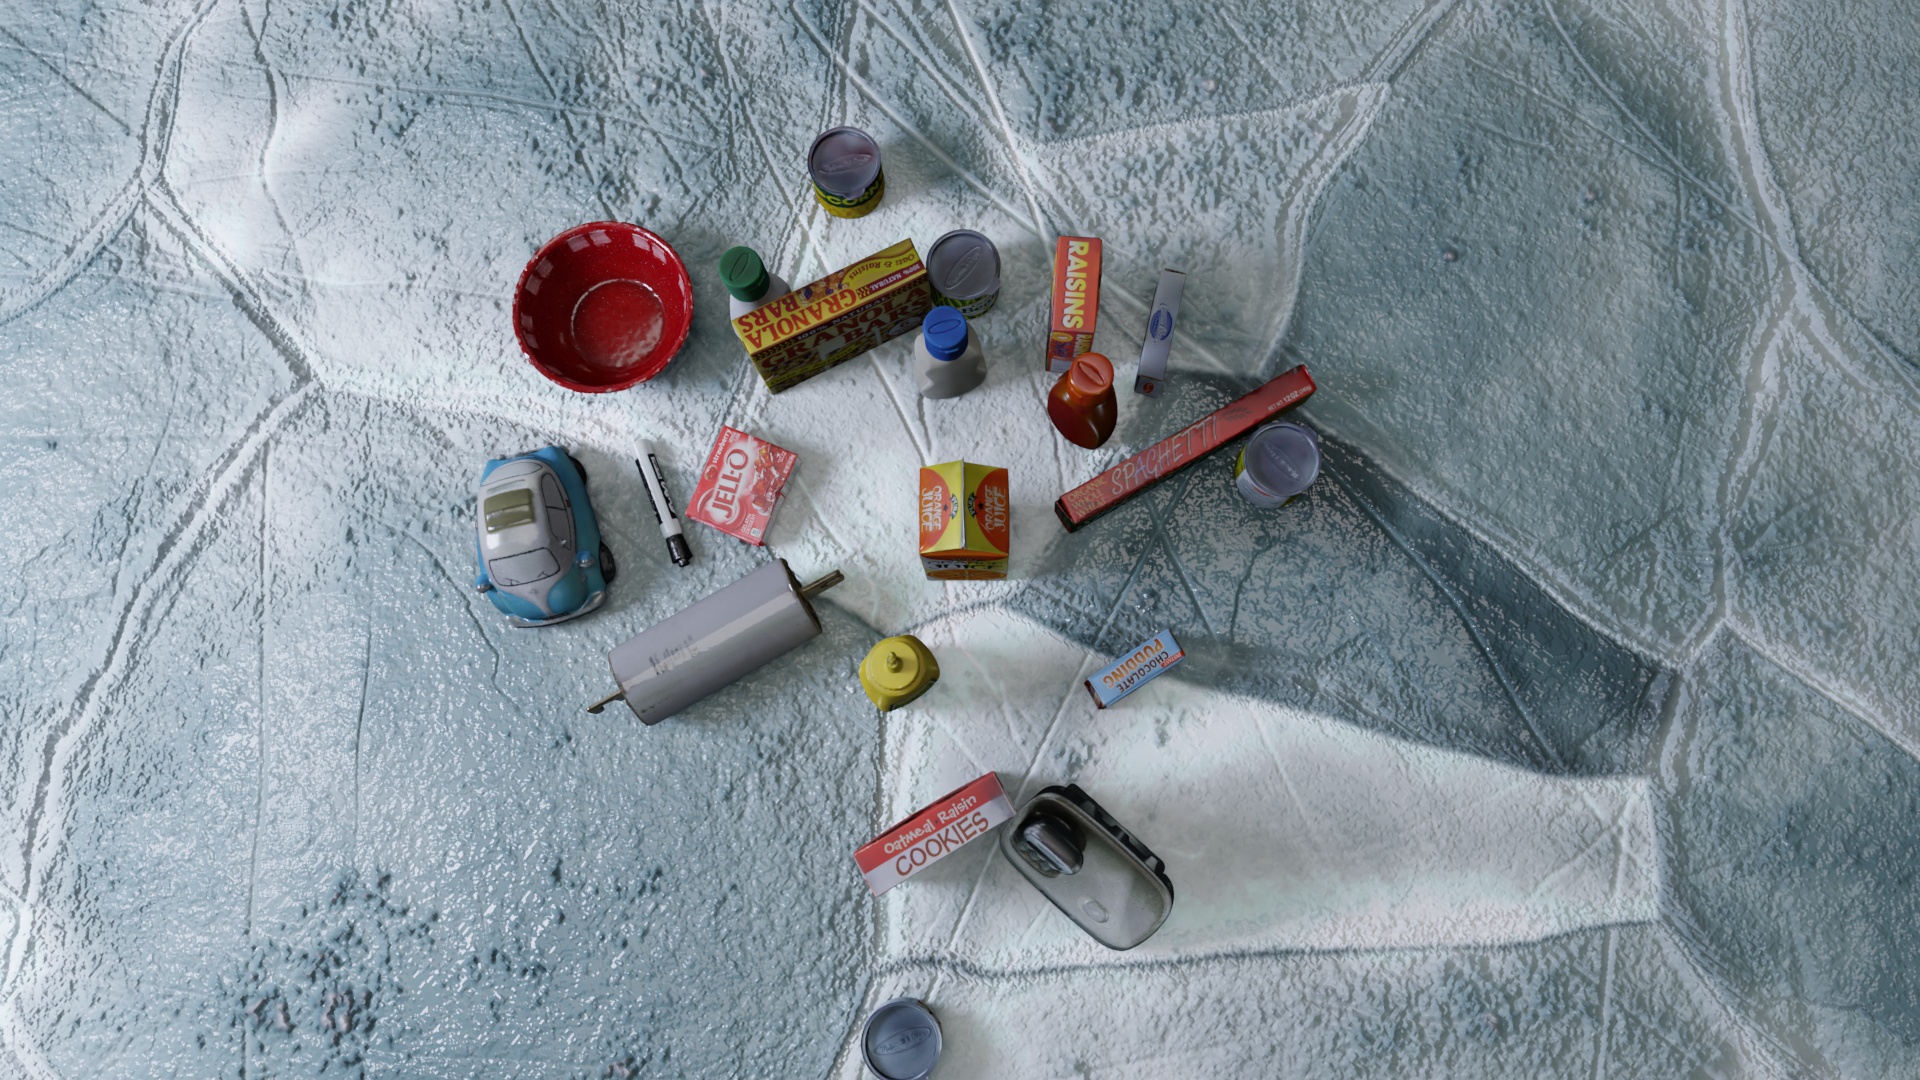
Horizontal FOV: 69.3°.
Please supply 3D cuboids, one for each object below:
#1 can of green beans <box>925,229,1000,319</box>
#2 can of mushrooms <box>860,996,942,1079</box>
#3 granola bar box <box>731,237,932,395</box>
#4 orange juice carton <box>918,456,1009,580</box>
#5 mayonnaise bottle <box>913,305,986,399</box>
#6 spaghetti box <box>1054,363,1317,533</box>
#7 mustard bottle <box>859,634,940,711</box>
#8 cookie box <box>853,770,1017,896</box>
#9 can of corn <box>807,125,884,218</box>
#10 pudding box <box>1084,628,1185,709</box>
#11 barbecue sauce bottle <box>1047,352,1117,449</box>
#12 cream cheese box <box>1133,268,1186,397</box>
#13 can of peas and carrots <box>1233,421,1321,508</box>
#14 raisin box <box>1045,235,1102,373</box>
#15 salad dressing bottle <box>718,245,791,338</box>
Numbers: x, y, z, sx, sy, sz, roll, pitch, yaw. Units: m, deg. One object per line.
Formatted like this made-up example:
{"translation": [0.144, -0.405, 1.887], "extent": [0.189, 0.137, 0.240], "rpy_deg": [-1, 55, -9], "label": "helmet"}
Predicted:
{"translation": [0.003, -0.238, 1.249], "extent": [0.071, 0.057, 0.071], "rpy_deg": [0, 80, 1], "label": "can of green beans"}
{"translation": [-0.047, 0.414, 1.144], "extent": [0.071, 0.033, 0.071], "rpy_deg": [0, 80, 1], "label": "can of mushrooms"}
{"translation": [-0.106, -0.192, 1.209], "extent": [0.166, 0.124, 0.039], "rpy_deg": [-26, 81, -3], "label": "granola bar box"}
{"translation": [0.004, -0.014, 1.140], "extent": [0.073, 0.192, 0.072], "rpy_deg": [0, 80, 1], "label": "orange juice carton"}
{"translation": [-0.010, -0.161, 1.190], "extent": [0.065, 0.148, 0.041], "rpy_deg": [-17, 80, -2], "label": "mayonnaise bottle"}
{"translation": [0.196, -0.080, 1.221], "extent": [0.250, 0.050, 0.029], "rpy_deg": [-29, 81, -4], "label": "spaghetti box"}
{"translation": [-0.052, 0.107, 1.136], "extent": [0.065, 0.160, 0.049], "rpy_deg": [-34, 81, -4], "label": "mustard bottle"}
{"translation": [-0.018, 0.230, 1.109], "extent": [0.123, 0.167, 0.040], "rpy_deg": [-30, 81, -4], "label": "cookie box"}
{"translation": [-0.103, -0.332, 1.268], "extent": [0.071, 0.058, 0.071], "rpy_deg": [0, 80, 1], "label": "can of corn"}
{"translation": [0.149, 0.111, 1.187], "extent": [0.084, 0.049, 0.030], "rpy_deg": [-31, 81, -4], "label": "pudding box"}
{"translation": [0.106, -0.121, 1.180], "extent": [0.065, 0.148, 0.044], "rpy_deg": [42, 84, 7], "label": "barbecue sauce bottle"}
{"translation": [0.177, -0.184, 1.239], "extent": [0.024, 0.053, 0.104], "rpy_deg": [13, 80, 3], "label": "cream cheese box"}
{"translation": [0.277, -0.067, 1.213], "extent": [0.071, 0.058, 0.071], "rpy_deg": [0, 80, 1], "label": "can of peas and carrots"}
{"translation": [0.098, -0.202, 1.208], "extent": [0.040, 0.123, 0.086], "rpy_deg": [5, 80, 2], "label": "raisin box"}
{"translation": [-0.177, -0.211, 1.202], "extent": [0.044, 0.147, 0.064], "rpy_deg": [28, 82, 6], "label": "salad dressing bottle"}
